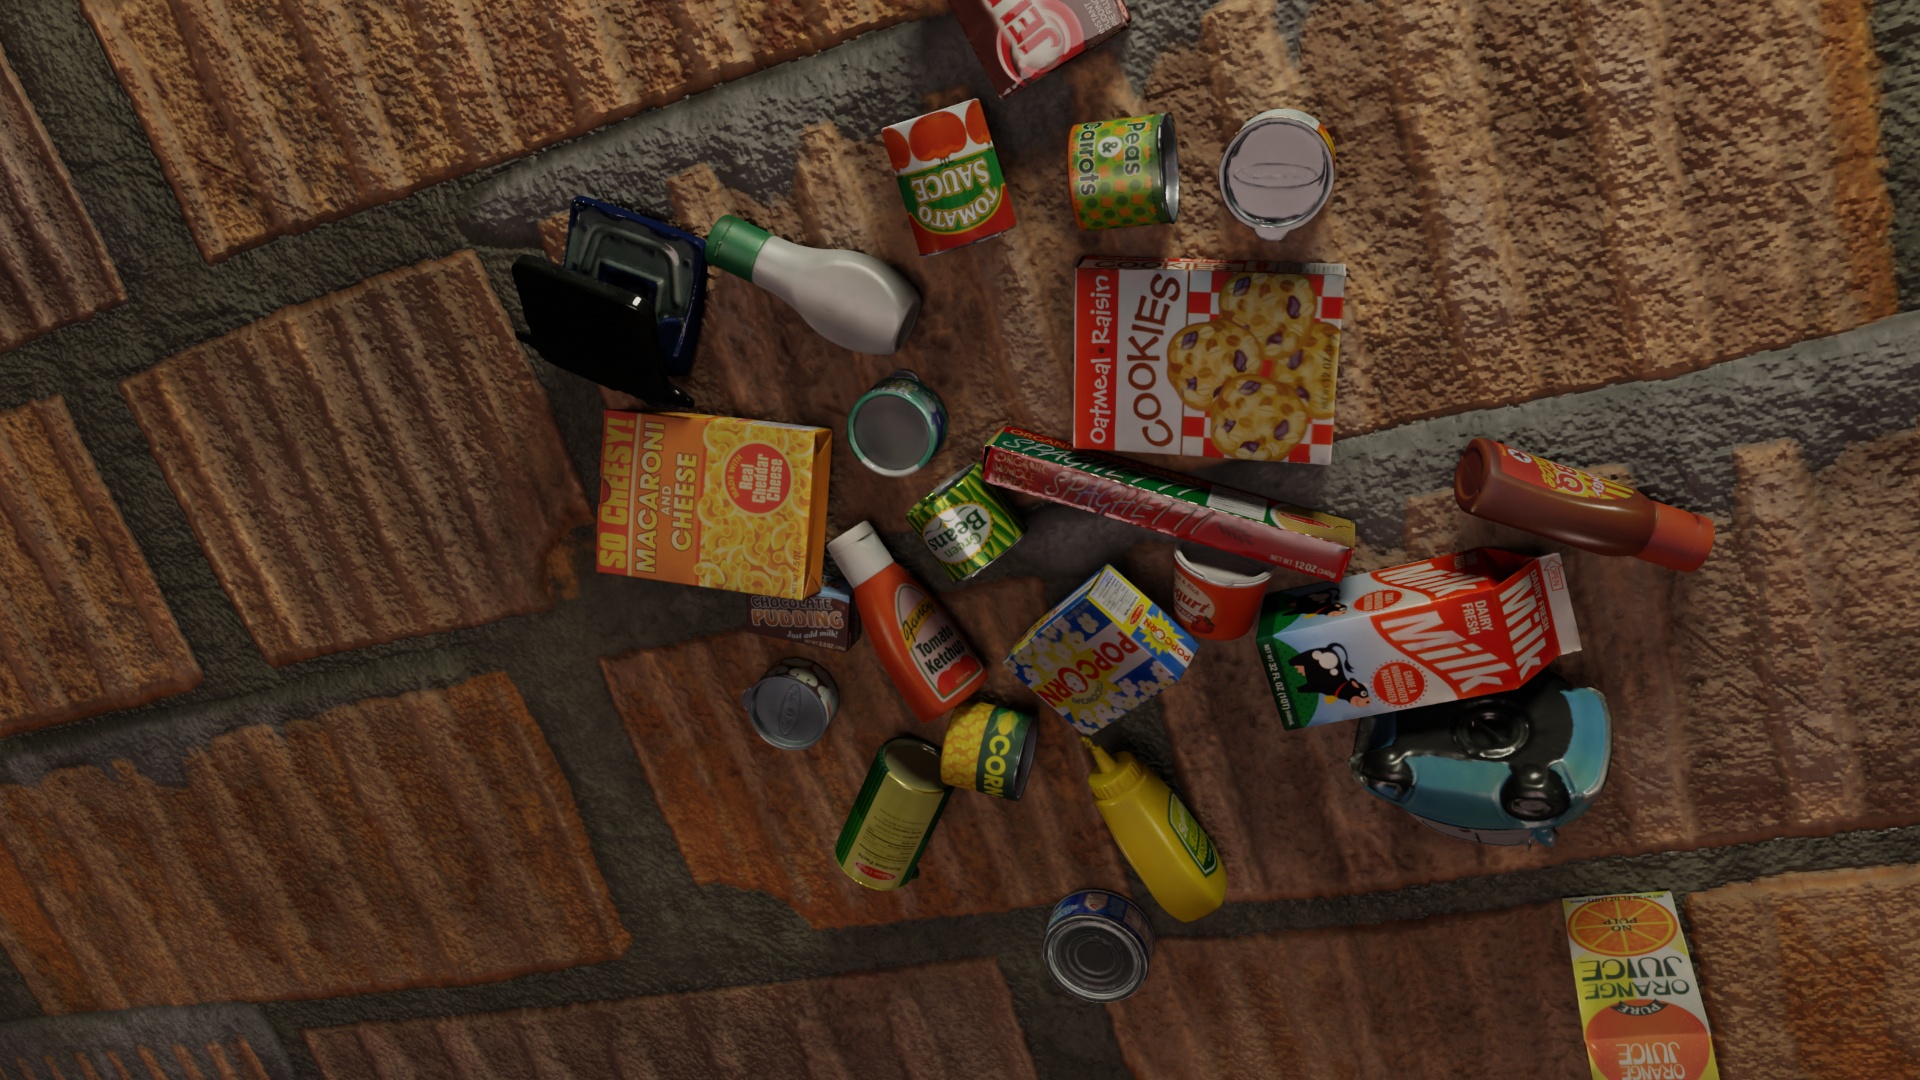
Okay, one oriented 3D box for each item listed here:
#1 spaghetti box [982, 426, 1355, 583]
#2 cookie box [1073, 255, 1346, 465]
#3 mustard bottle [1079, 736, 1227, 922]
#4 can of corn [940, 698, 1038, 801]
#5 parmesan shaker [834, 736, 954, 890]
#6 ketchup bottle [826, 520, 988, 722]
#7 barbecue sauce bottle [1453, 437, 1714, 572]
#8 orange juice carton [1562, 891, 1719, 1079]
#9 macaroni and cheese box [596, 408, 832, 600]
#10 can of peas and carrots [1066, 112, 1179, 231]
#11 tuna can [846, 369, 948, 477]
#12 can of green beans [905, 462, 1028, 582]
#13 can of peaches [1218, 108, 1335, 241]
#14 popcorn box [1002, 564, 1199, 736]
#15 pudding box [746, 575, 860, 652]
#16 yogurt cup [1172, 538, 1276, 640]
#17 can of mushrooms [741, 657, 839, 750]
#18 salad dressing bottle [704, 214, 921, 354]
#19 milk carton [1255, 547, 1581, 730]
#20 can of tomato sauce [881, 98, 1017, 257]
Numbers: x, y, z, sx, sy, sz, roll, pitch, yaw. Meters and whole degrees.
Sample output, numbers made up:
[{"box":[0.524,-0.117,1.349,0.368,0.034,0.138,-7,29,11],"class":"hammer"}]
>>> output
[{"box":[0.137,-0.027,0.931,0.250,0.050,0.028,16,114,10],"class":"spaghetti box"},{"box":[0.157,-0.117,0.894,0.167,0.040,0.122,5,113,14],"class":"cookie box"},{"box":[0.136,0.203,1.012,0.048,0.065,0.160,-30,106,22],"class":"mustard bottle"},{"box":[0.021,0.156,1.029,0.058,0.071,0.071,11,115,13],"class":"can of corn"},{"box":[-0.047,0.212,1.077,0.071,0.071,0.102,27,116,5],"class":"parmesan shaker"},{"box":[-0.043,0.056,1.015,0.043,0.065,0.149,-33,91,48],"class":"ketchup bottle"},{"box":[0.383,-0.019,0.855,0.148,0.065,0.043,18,119,0],"class":"barbecue sauce bottle"},{"box":[0.441,0.314,0.898,0.072,0.193,0.073,-11,108,22],"class":"orange juice carton"},{"box":[-0.182,-0.029,1.016,0.166,0.040,0.123,7,98,14],"class":"macaroni and cheese box"},{"box":[0.100,-0.225,0.849,0.059,0.071,0.070,-2,111,18],"class":"can of peas and carrots"},{"box":[-0.044,-0.081,0.973,0.071,0.033,0.070,6,114,14],"class":"tuna can"},{"box":[0.004,-0.013,0.967,0.071,0.071,0.058,-33,99,26],"class":"can of green beans"},{"box":[0.190,-0.220,0.831,0.071,0.058,0.071,6,114,14],"class":"can of peaches"},{"box":[0.096,0.079,0.966,0.085,0.038,0.126,41,144,-3],"class":"popcorn box"},{"box":[-0.118,0.050,1.051,0.084,0.030,0.049,11,113,12],"class":"pudding box"},{"box":[0.174,0.031,0.936,0.072,0.073,0.053,13,123,12],"class":"yogurt cup"},{"box":[-0.132,0.126,1.084,0.071,0.033,0.070,6,114,14],"class":"can of mushrooms"},{"box":[-0.101,-0.177,0.946,0.148,0.044,0.064,26,119,7],"class":"salad dressing bottle"},{"box":[0.297,0.060,0.905,0.190,0.074,0.072,-14,107,21],"class":"milk carton"},{"box":[-0.007,-0.229,0.880,0.071,0.071,0.083,-12,107,21],"class":"can of tomato sauce"}]
